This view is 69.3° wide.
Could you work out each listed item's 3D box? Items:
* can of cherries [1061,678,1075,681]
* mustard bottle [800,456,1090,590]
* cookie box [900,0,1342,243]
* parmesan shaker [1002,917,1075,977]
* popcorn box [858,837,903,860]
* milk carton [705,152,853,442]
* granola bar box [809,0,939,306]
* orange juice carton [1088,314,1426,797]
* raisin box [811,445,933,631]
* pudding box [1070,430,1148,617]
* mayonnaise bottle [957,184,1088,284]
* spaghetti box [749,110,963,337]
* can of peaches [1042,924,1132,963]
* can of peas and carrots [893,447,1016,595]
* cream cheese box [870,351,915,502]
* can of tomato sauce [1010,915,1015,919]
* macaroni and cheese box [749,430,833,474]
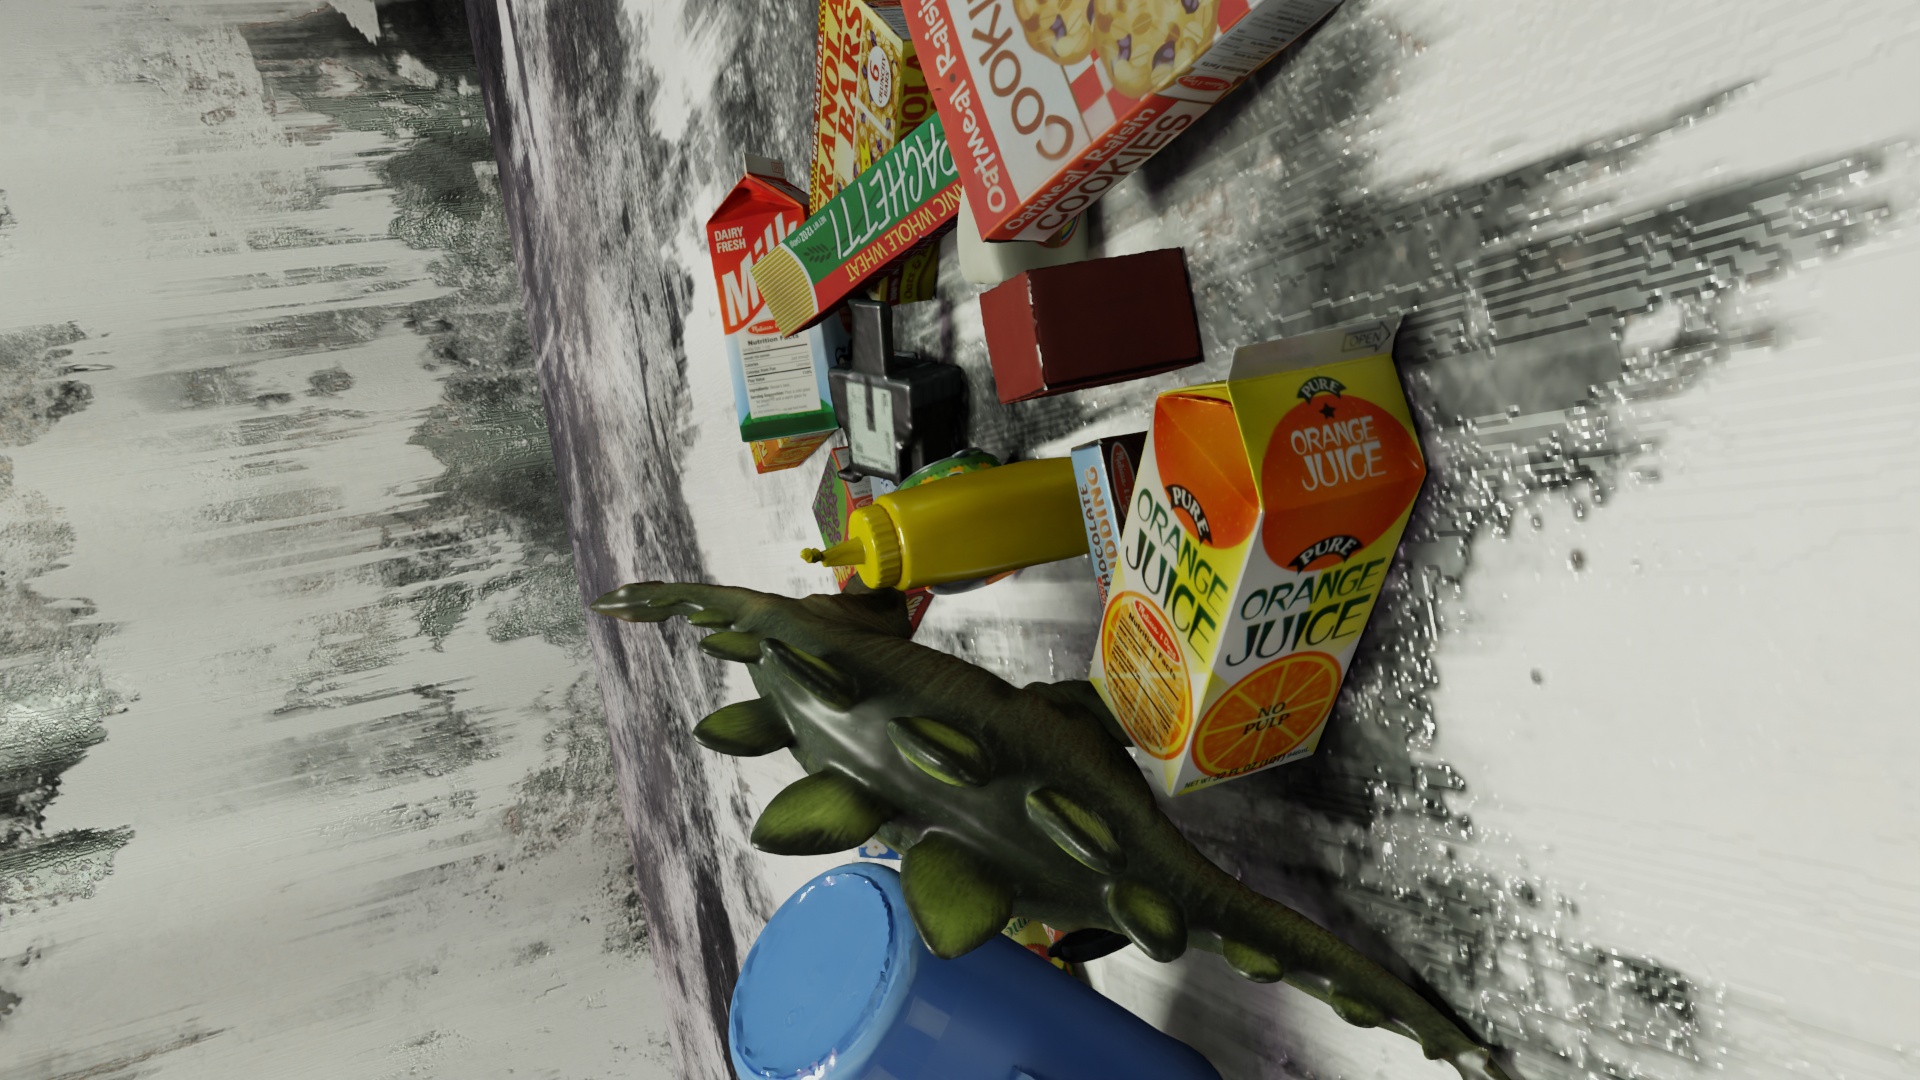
[{"bbox_3d":[0.042,0.113,0.756,0.071,0.058,0.071,169,89,-68],"label":"can of cherries"},{"bbox_3d":[-0.002,-0.006,0.672,0.065,0.161,0.048,-160,60,-65],"label":"mustard bottle"},{"bbox_3d":[0.051,-0.211,0.540,0.166,0.040,0.123,-31,71,47],"label":"cookie box"},{"bbox_3d":[0.025,0.246,0.842,0.071,0.071,0.103,118,135,-57],"label":"parmesan shaker"},{"bbox_3d":[-0.020,0.145,0.877,0.038,0.085,0.126,-85,-1,-58],"label":"popcorn box"},{"bbox_3d":[-0.120,-0.168,0.957,0.072,0.073,0.190,-34,-64,-73],"label":"milk carton"},{"bbox_3d":[-0.049,-0.242,0.829,0.124,0.039,0.164,56,149,41],"label":"granola bar box"},{"bbox_3d":[0.110,0.002,0.526,0.073,0.072,0.191,-124,31,-42],"label":"orange juice carton"},{"bbox_3d":[-0.064,0.005,0.982,0.124,0.040,0.085,68,154,23],"label":"raisin box"},{"bbox_3d":[0.083,-0.007,0.614,0.030,0.050,0.083,-8,94,66],"label":"pudding box"},{"bbox_3d":[0.029,-0.194,0.643,0.041,0.065,0.147,15,111,50],"label":"mayonnaise bottle"},{"bbox_3d":[-0.043,-0.178,0.773,0.249,0.029,0.050,-21,98,53],"label":"spaghetti box"},{"bbox_3d":[0.065,0.175,0.715,0.070,0.071,0.058,104,147,-46],"label":"can of peaches"},{"bbox_3d":[0.003,-0.010,0.783,0.070,0.071,0.059,122,132,-59],"label":"can of peas and carrots"},{"bbox_3d":[-0.044,-0.072,0.918,0.053,0.024,0.103,-160,61,-65],"label":"cream cheese box"},{"bbox_3d":[0.030,0.178,0.782,0.071,0.083,0.071,169,89,-68],"label":"can of tomato sauce"},{"bbox_3d":[-0.140,-0.133,1.096,0.166,0.040,0.124,150,108,-66],"label":"macaroni and cheese box"}]
